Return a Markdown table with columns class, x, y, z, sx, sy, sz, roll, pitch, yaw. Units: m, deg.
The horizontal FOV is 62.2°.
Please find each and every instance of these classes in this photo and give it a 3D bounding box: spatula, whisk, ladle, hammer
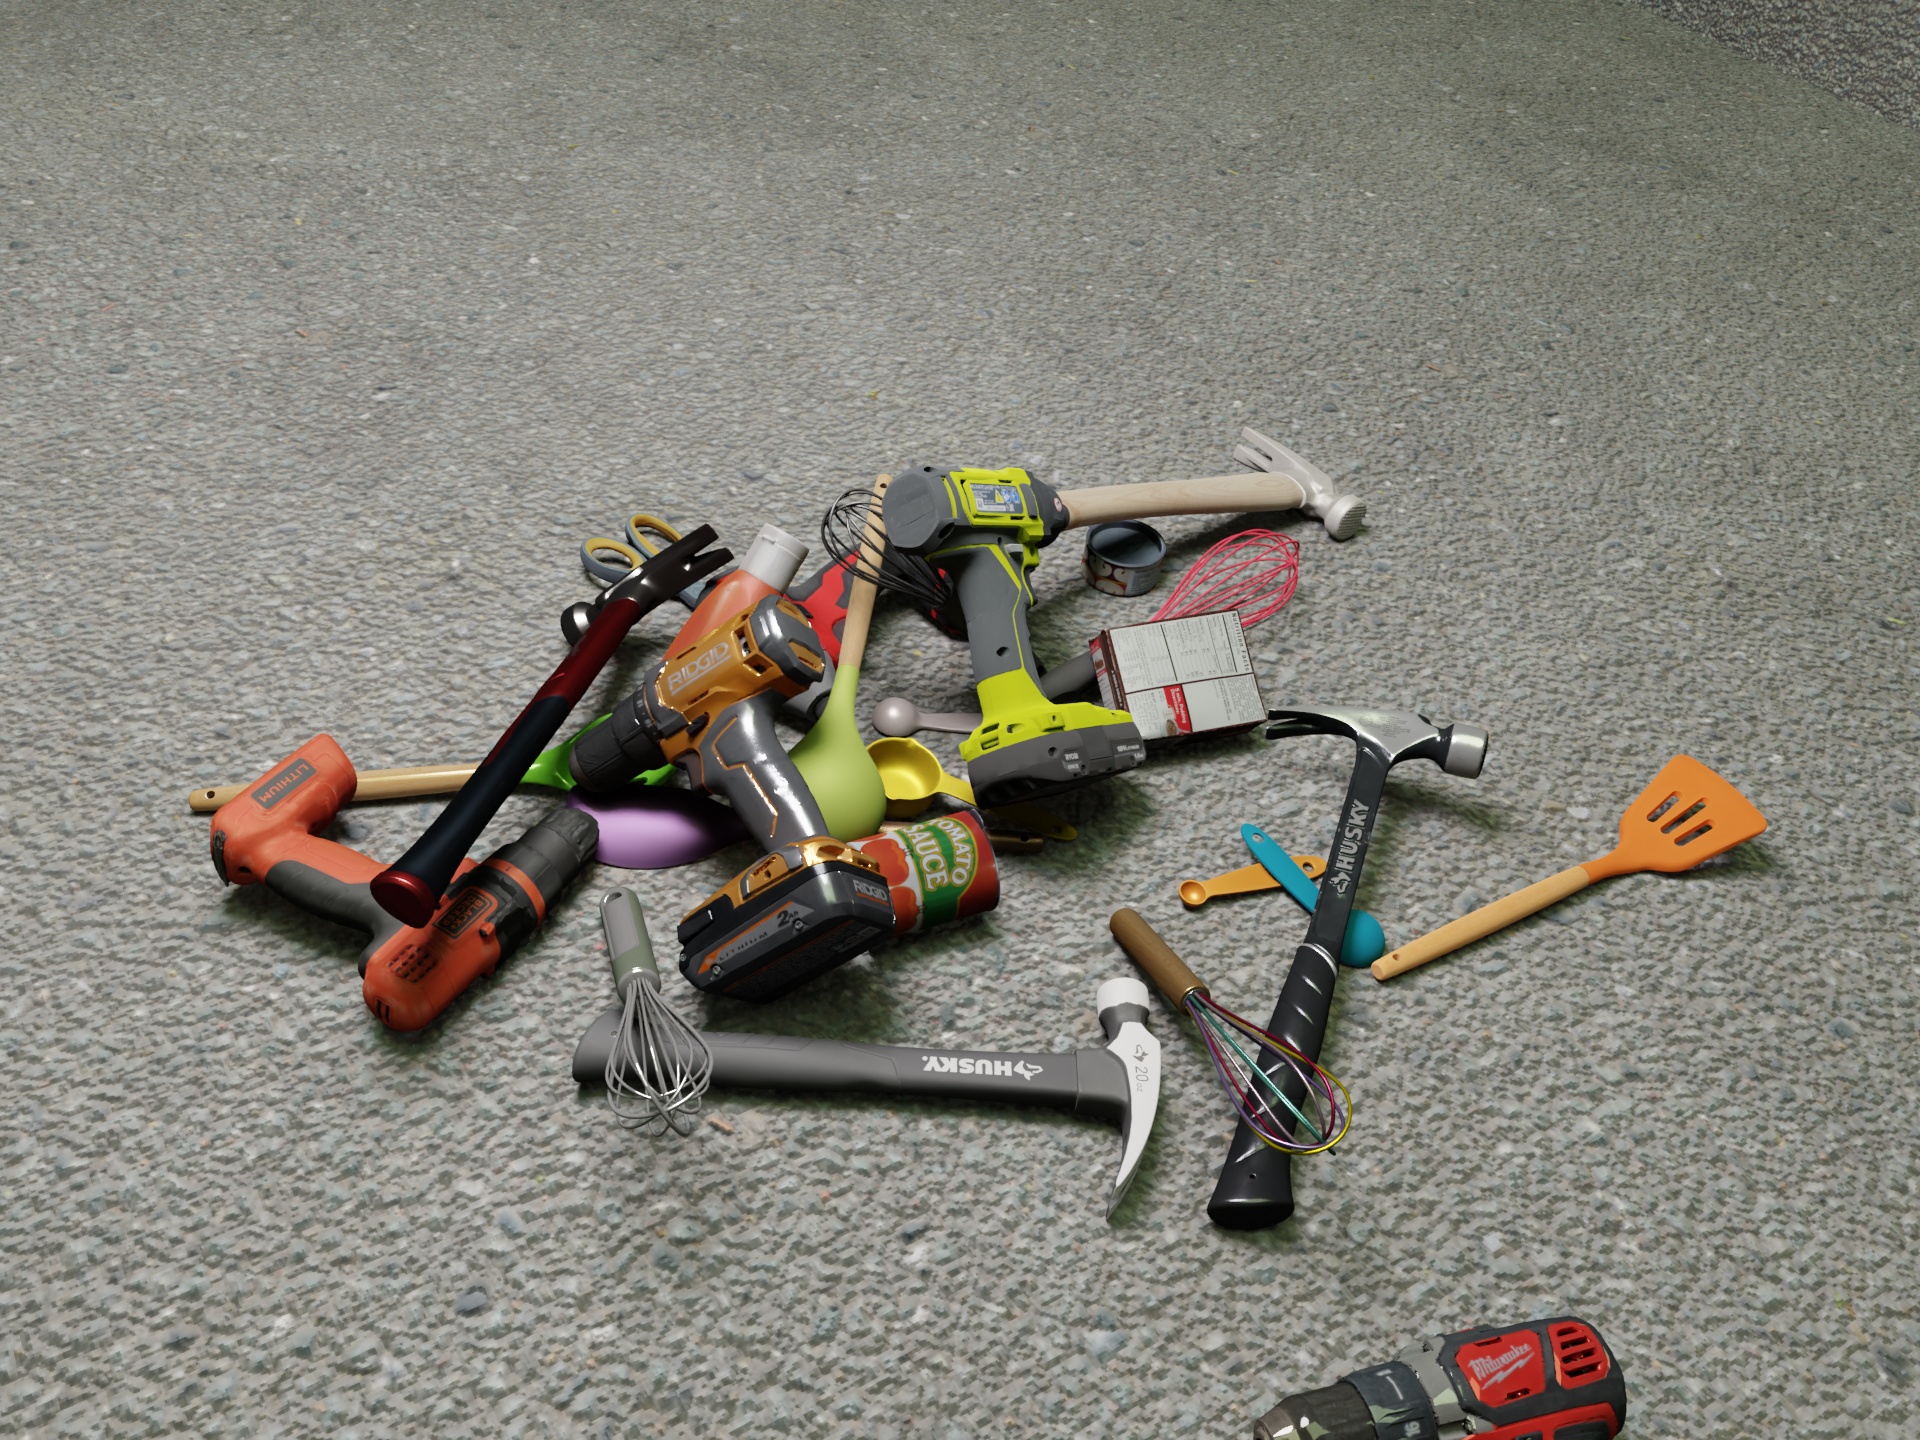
| class | x | y | z | sx | sy | sz | roll | pitch | yaw |
| --- | --- | --- | --- | --- | --- | --- | --- | --- | --- |
| spatula | -0.101 | 0.075 | 1.051 | 0.316 | 0.018 | 0.060 | 3 | 63 | -6 |
| whisk | -0.179 | 0.152 | 0.887 | 0.058 | 0.059 | 0.247 | -31 | 26 | -5 |
| whisk | 0.158 | -0.074 | 1.221 | 0.296 | 0.073 | 0.073 | -30 | 54 | -28 |
| ladle | -0.074 | -0.047 | 1.098 | 0.078 | 0.062 | 0.320 | 7 | 52 | 0 |
| hammer | 0.151 | -0.183 | 1.289 | 0.410 | 0.038 | 0.146 | -11 | 43 | -38 |
| hammer | 0.223 | 0.134 | 0.996 | 0.149 | 0.036 | 0.409 | 13 | 48 | 18 |
| hammer | -0.252 | -0.007 | 0.993 | 0.143 | 0.038 | 0.387 | -28 | 22 | 23 |
| spatula | 0.405 | 0.107 | 1.074 | 0.322 | 0.041 | 0.081 | -19 | 49 | -25 |
| whisk | 0.150 | 0.173 | 0.921 | 0.051 | 0.047 | 0.245 | 31 | 8 | -30 |
| whisk | -0.012 | -0.084 | 1.121 | 0.055 | 0.238 | 0.055 | -27 | 44 | 29 |
| hammer | -0.051 | 0.203 | 0.908 | 0.334 | 0.035 | 0.146 | 4 | 42 | -3 |

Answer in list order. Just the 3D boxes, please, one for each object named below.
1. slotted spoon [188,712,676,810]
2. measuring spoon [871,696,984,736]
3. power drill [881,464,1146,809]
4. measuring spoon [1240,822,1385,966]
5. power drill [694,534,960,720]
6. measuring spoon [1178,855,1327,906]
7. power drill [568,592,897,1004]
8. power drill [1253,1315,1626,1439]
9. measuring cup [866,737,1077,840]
| class | x | y | z | sx | sy | sz | roll | pitch | yaw |
| --- | --- | --- | --- | --- | --- | --- | --- | --- | --- |
| slotted spoon | -0.342 | 0.037 | 1.052 | 0.313 | 0.031 | 0.070 | -5 | 62 | -11 |
| measuring spoon | -0.002 | -0.004 | 1.151 | 0.124 | 0.018 | 0.034 | 3 | 42 | -7 |
| power drill | 0.043 | -0.062 | 1.076 | 0.171 | 0.080 | 0.223 | -7 | 79 | -52 |
| measuring spoon | 0.232 | 0.109 | 1.051 | 0.042 | 0.021 | 0.129 | -23 | 57 | -31 |
| power drill | -0.071 | -0.082 | 1.182 | 0.219 | 0.078 | 0.143 | -29 | 60 | -29 |
| measuring spoon | 0.197 | 0.108 | 1.067 | 0.117 | 0.011 | 0.021 | -9 | 52 | -23 |
| power drill | -0.148 | 0.057 | 0.971 | 0.185 | 0.084 | 0.226 | -30 | 61 | 18 |
| power drill | 0.254 | 0.389 | 0.723 | 0.188 | 0.080 | 0.227 | -6 | 41 | -15 |
| measuring cup | 0.003 | 0.059 | 1.087 | 0.156 | 0.029 | 0.062 | 21 | 42 | -3 |
